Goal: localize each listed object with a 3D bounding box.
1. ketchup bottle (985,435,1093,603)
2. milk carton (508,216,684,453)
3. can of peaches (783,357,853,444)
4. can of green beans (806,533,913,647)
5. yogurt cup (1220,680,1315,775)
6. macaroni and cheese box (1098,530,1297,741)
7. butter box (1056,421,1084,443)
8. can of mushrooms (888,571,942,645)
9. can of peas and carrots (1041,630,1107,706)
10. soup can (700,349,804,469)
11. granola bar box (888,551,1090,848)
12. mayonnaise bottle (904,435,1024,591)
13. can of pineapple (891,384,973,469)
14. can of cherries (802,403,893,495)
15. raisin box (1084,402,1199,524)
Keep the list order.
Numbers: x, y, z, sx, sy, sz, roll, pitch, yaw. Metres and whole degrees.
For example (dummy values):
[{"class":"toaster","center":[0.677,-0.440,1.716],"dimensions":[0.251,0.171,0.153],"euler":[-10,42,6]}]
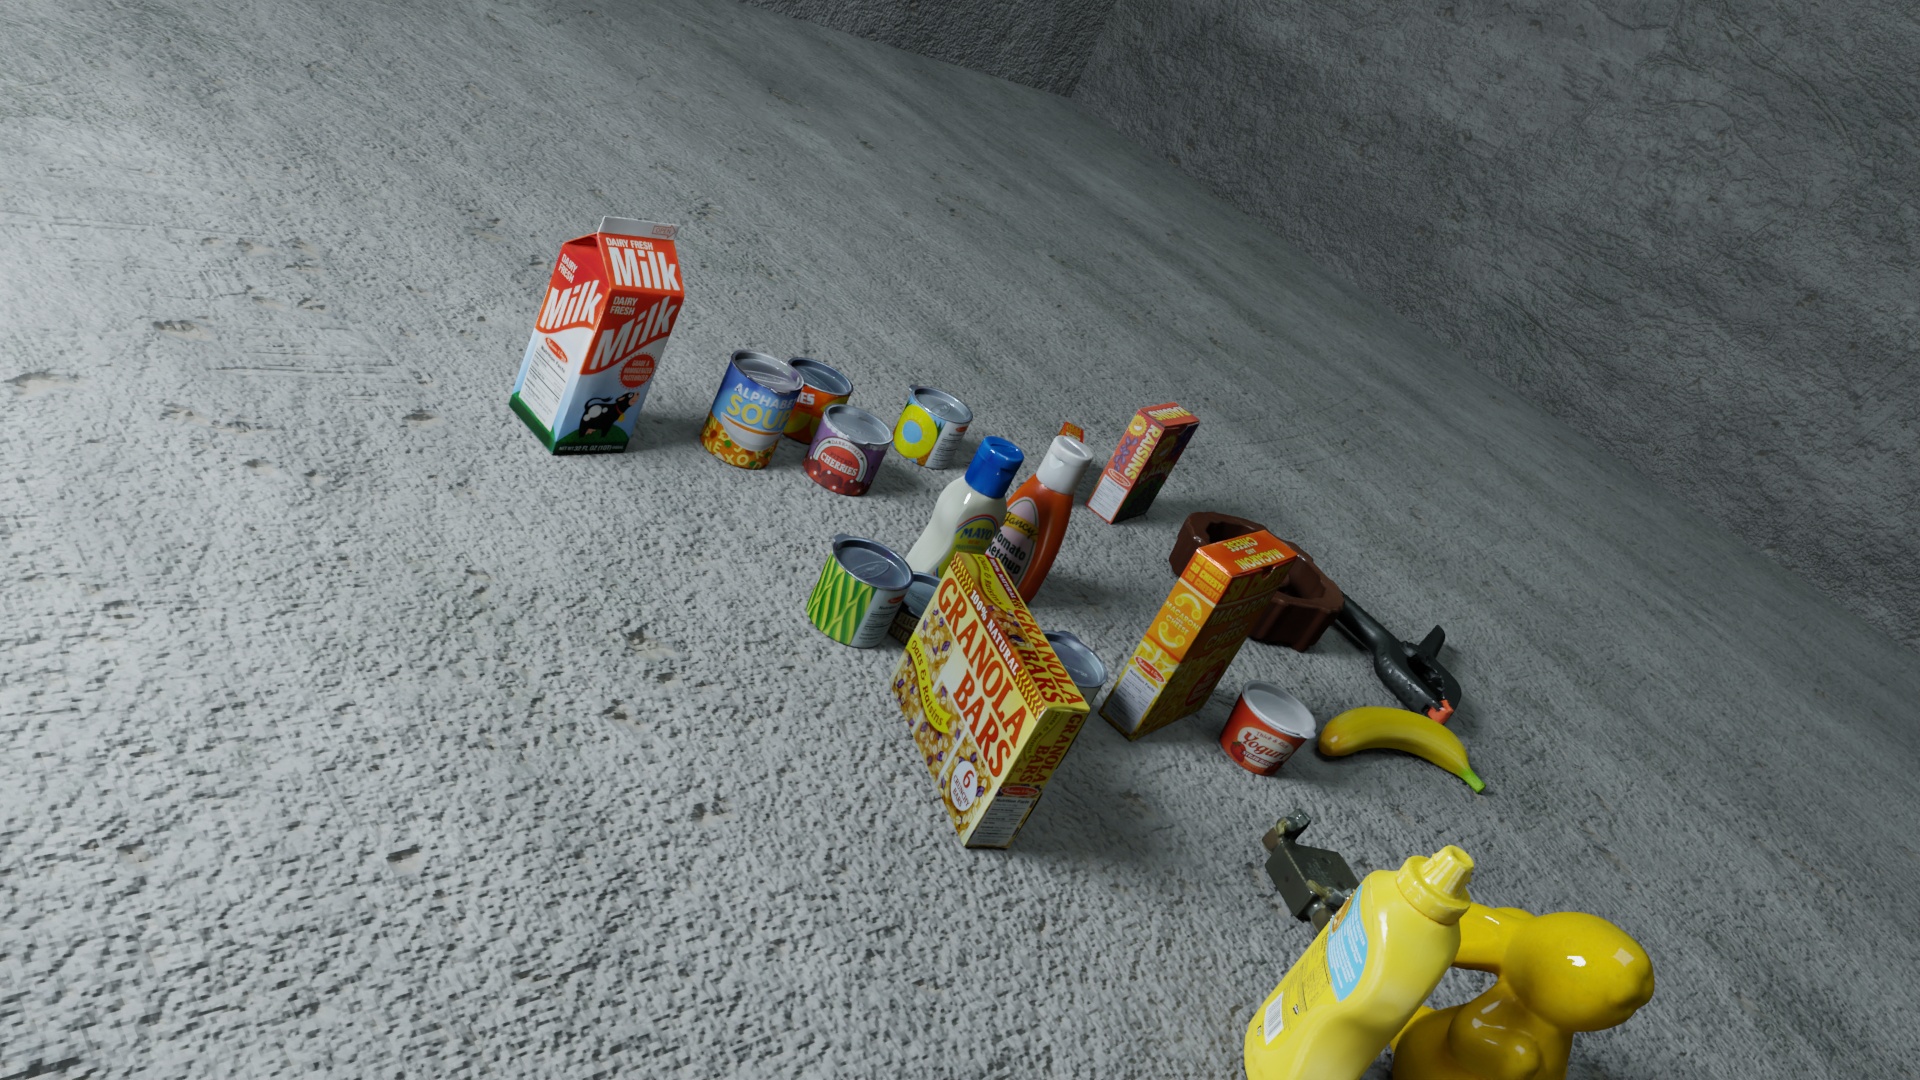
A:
[{"class":"ketchup bottle","center":[0.065,-0.019,1.192],"dimensions":[0.065,0.148,0.044],"euler":[42,29,28]},{"class":"milk carton","center":[-0.280,-0.166,1.087],"dimensions":[0.072,0.189,0.073],"euler":[-6,41,-49]},{"class":"can of peaches","center":[-0.143,-0.131,1.303],"dimensions":[0.071,0.057,0.071],"euler":[22,26,-11]},{"class":"can of green beans","center":[-0.077,0.039,1.054],"dimensions":[0.071,0.057,0.071],"euler":[22,26,-11]},{"class":"yogurt cup","center":[0.252,0.157,1.152],"dimensions":[0.072,0.053,0.073],"euler":[22,26,-11]},{"class":"macaroni and cheese box","center":[0.193,0.075,1.118],"dimensions":[0.040,0.165,0.124],"euler":[40,28,25]},{"class":"butter box","center":[0.107,-0.082,1.457],"dimensions":[0.024,0.053,0.104],"euler":[25,26,-5]},{"class":"can of mushrooms","center":[-0.029,0.057,1.093],"dimensions":[0.071,0.033,0.071],"euler":[22,26,-11]},{"class":"can of peas and carrots","center":[0.070,0.110,1.061],"dimensions":[0.071,0.058,0.071],"euler":[22,26,-11]},{"class":"soup can","center":[-0.181,-0.112,1.204],"dimensions":[0.071,0.083,0.072],"euler":[22,26,-11]},{"class":"granola bar box","center":[0.015,0.105,0.942],"dimensions":[0.039,0.123,0.166],"euler":[11,30,-31]},{"class":"mayonnaise bottle","center":[0.004,-0.014,1.125],"dimensions":[0.065,0.147,0.041],"euler":[6,33,-38]},{"class":"can of pineapple","center":[-0.030,-0.113,1.378],"dimensions":[0.071,0.057,0.071],"euler":[22,26,-11]},{"class":"can of cherries","center":[-0.103,-0.081,1.250],"dimensions":[0.071,0.058,0.072],"euler":[22,26,-11]},{"class":"raisin box","center":[0.191,-0.082,1.455],"dimensions":[0.040,0.122,0.086],"euler":[39,28,23]}]
